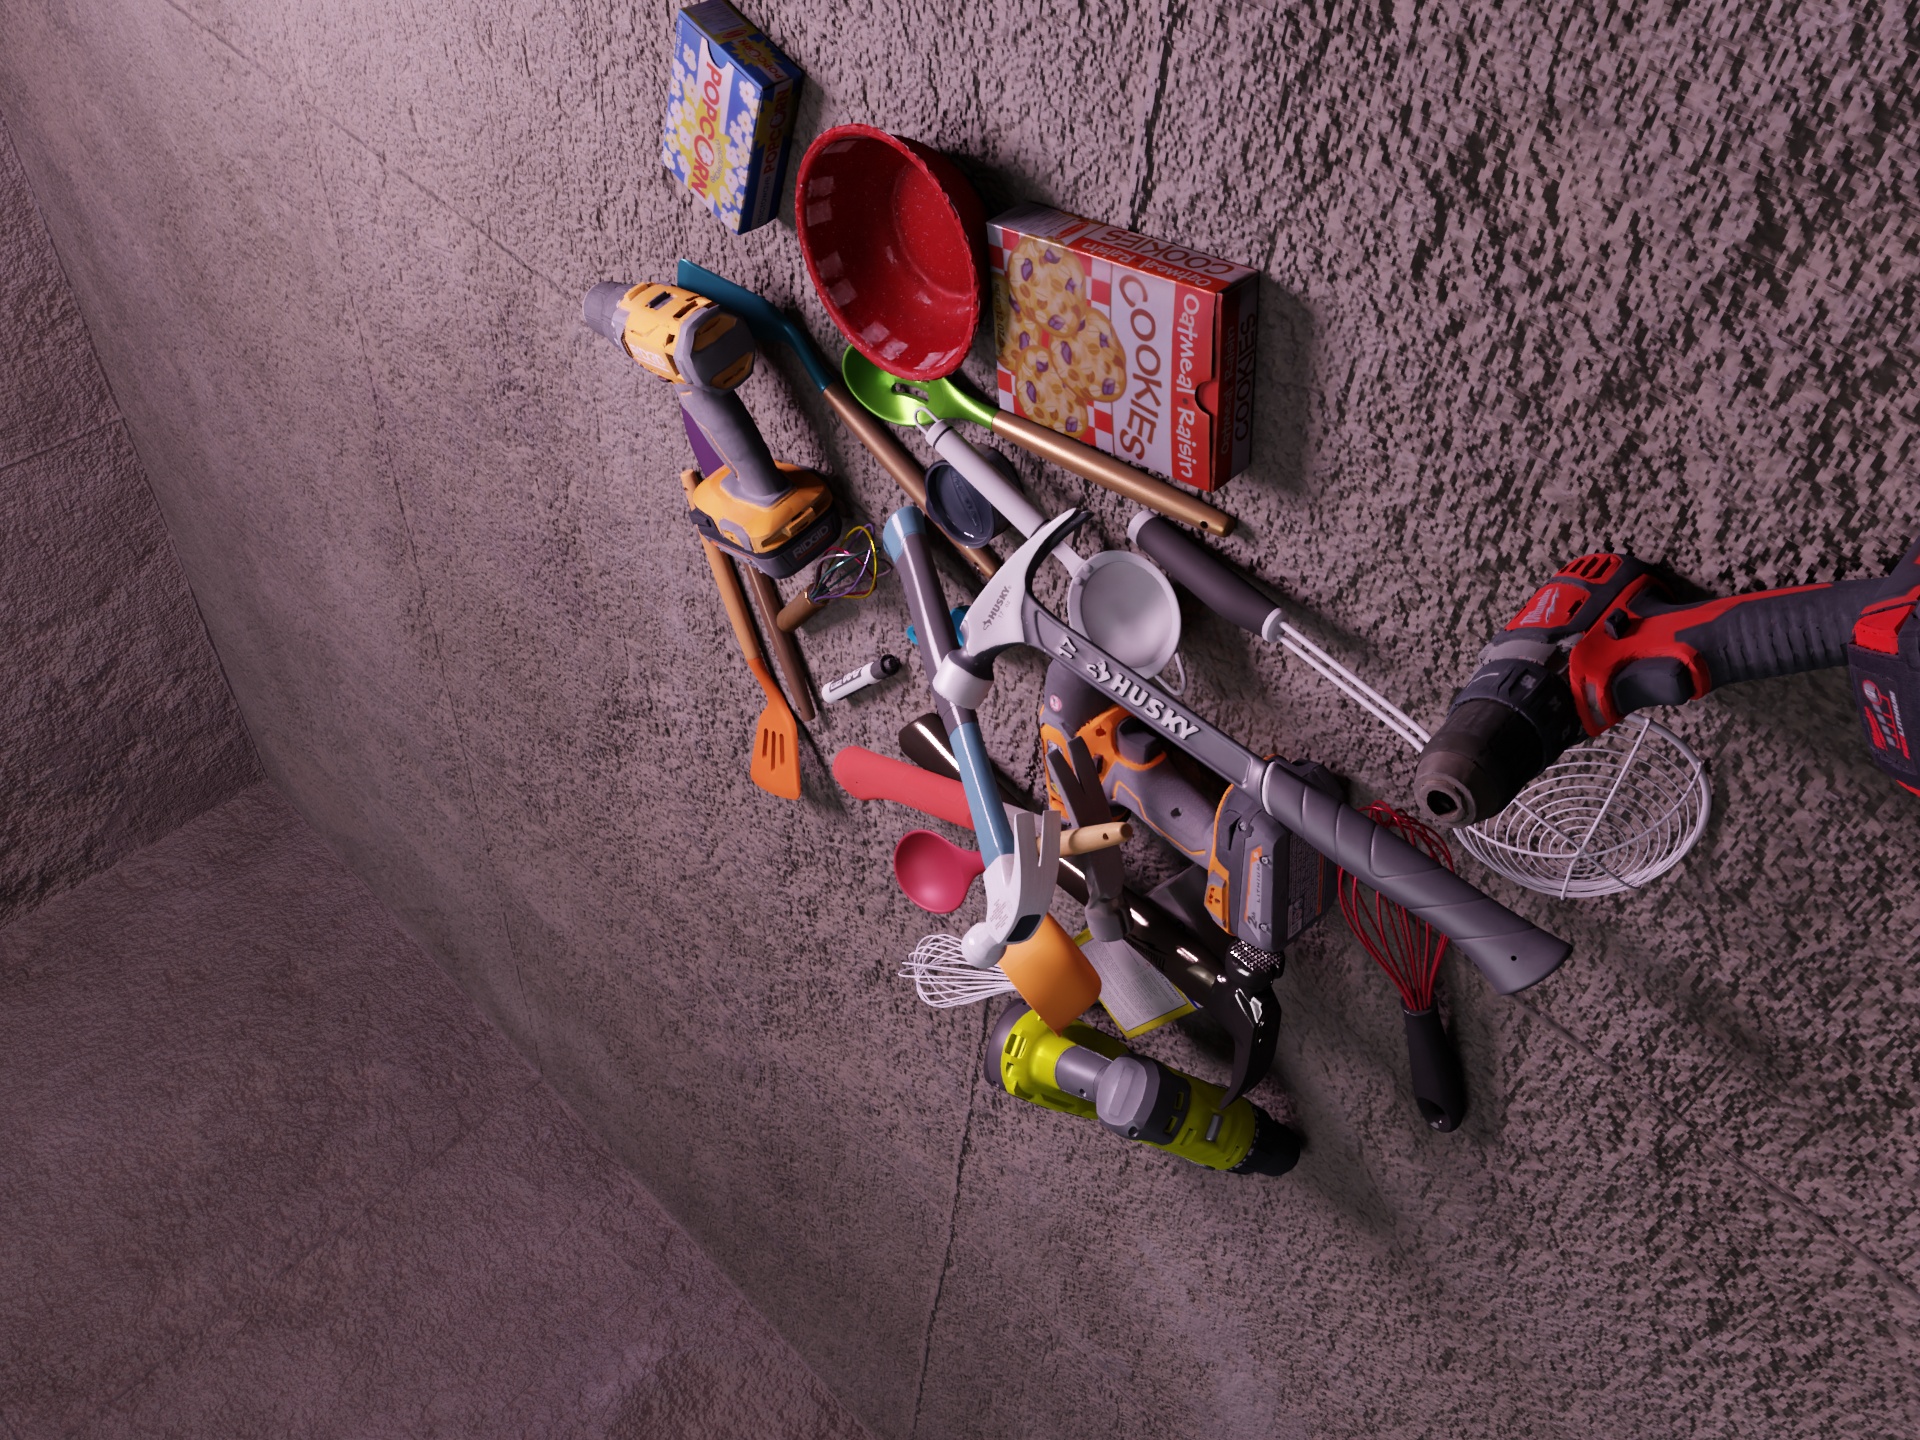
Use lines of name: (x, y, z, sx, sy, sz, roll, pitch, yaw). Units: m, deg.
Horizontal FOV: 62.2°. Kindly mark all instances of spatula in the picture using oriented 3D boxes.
spatula: (-0.203, -0.075, 1.454, 0.081, 0.041, 0.322, 17, 132, 46)
spatula: (-0.182, -0.137, 1.385, 0.060, 0.018, 0.315, 17, 132, 50)
spatula: (-0.086, -0.215, 1.153, 0.317, 0.044, 0.082, 48, 163, 7)

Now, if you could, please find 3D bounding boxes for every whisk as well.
whisk: (0.289, 0.166, 1.011, 0.073, 0.073, 0.295, 19, 141, 44)
whisk: (0.045, 0.226, 1.403, 0.285, 0.070, 0.070, -6, 116, 51)
whisk: (-0.109, -0.103, 1.280, 0.047, 0.051, 0.245, 52, 157, -6)

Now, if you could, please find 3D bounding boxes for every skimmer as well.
skimmer: (0.242, -0.030, 0.903, 0.364, 0.090, 0.127, 44, 144, 36)

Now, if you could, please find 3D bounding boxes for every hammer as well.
hammer: (-0.002, -0.004, 1.110, 0.128, 0.033, 0.331, -52, 47, 52)
hammer: (-0.001, 0.056, 1.211, 0.359, 0.036, 0.149, 16, 129, 56)
hammer: (0.171, 0.025, 0.939, 0.409, 0.036, 0.149, 36, 107, 22)
hammer: (0.082, 0.119, 1.199, 0.411, 0.038, 0.146, 39, 141, 40)

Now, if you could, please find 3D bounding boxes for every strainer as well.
strainer: (0.062, -0.117, 1.030, 0.258, 0.050, 0.086, 45, 131, 9)

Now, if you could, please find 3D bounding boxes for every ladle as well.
ladle: (0.033, 0.095, 1.119, 0.315, 0.031, 0.069, -21, 93, 62)

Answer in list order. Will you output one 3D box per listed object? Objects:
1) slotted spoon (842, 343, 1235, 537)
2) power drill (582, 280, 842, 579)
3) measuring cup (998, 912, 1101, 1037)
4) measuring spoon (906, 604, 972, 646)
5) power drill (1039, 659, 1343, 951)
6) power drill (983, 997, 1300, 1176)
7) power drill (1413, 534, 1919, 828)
slotted spoon: (0.045, -0.182, 1.025, 0.314, 0.031, 0.070, 31, 142, 31)
power drill: (-0.196, -0.232, 1.211, 0.185, 0.084, 0.226, 30, 154, 43)
measuring cup: (0.076, 0.191, 1.195, 0.095, 0.052, 0.173, 51, -178, 26)
measuring spoon: (-0.007, -0.071, 1.220, 0.042, 0.021, 0.129, 62, 157, -15)
power drill: (0.141, 0.038, 1.061, 0.227, 0.084, 0.164, 31, 142, 39)
power drill: (0.143, 0.300, 1.273, 0.190, 0.080, 0.229, 27, 169, -33)
power drill: (0.317, -0.014, 0.669, 0.227, 0.188, 0.080, 0, 121, 49)
